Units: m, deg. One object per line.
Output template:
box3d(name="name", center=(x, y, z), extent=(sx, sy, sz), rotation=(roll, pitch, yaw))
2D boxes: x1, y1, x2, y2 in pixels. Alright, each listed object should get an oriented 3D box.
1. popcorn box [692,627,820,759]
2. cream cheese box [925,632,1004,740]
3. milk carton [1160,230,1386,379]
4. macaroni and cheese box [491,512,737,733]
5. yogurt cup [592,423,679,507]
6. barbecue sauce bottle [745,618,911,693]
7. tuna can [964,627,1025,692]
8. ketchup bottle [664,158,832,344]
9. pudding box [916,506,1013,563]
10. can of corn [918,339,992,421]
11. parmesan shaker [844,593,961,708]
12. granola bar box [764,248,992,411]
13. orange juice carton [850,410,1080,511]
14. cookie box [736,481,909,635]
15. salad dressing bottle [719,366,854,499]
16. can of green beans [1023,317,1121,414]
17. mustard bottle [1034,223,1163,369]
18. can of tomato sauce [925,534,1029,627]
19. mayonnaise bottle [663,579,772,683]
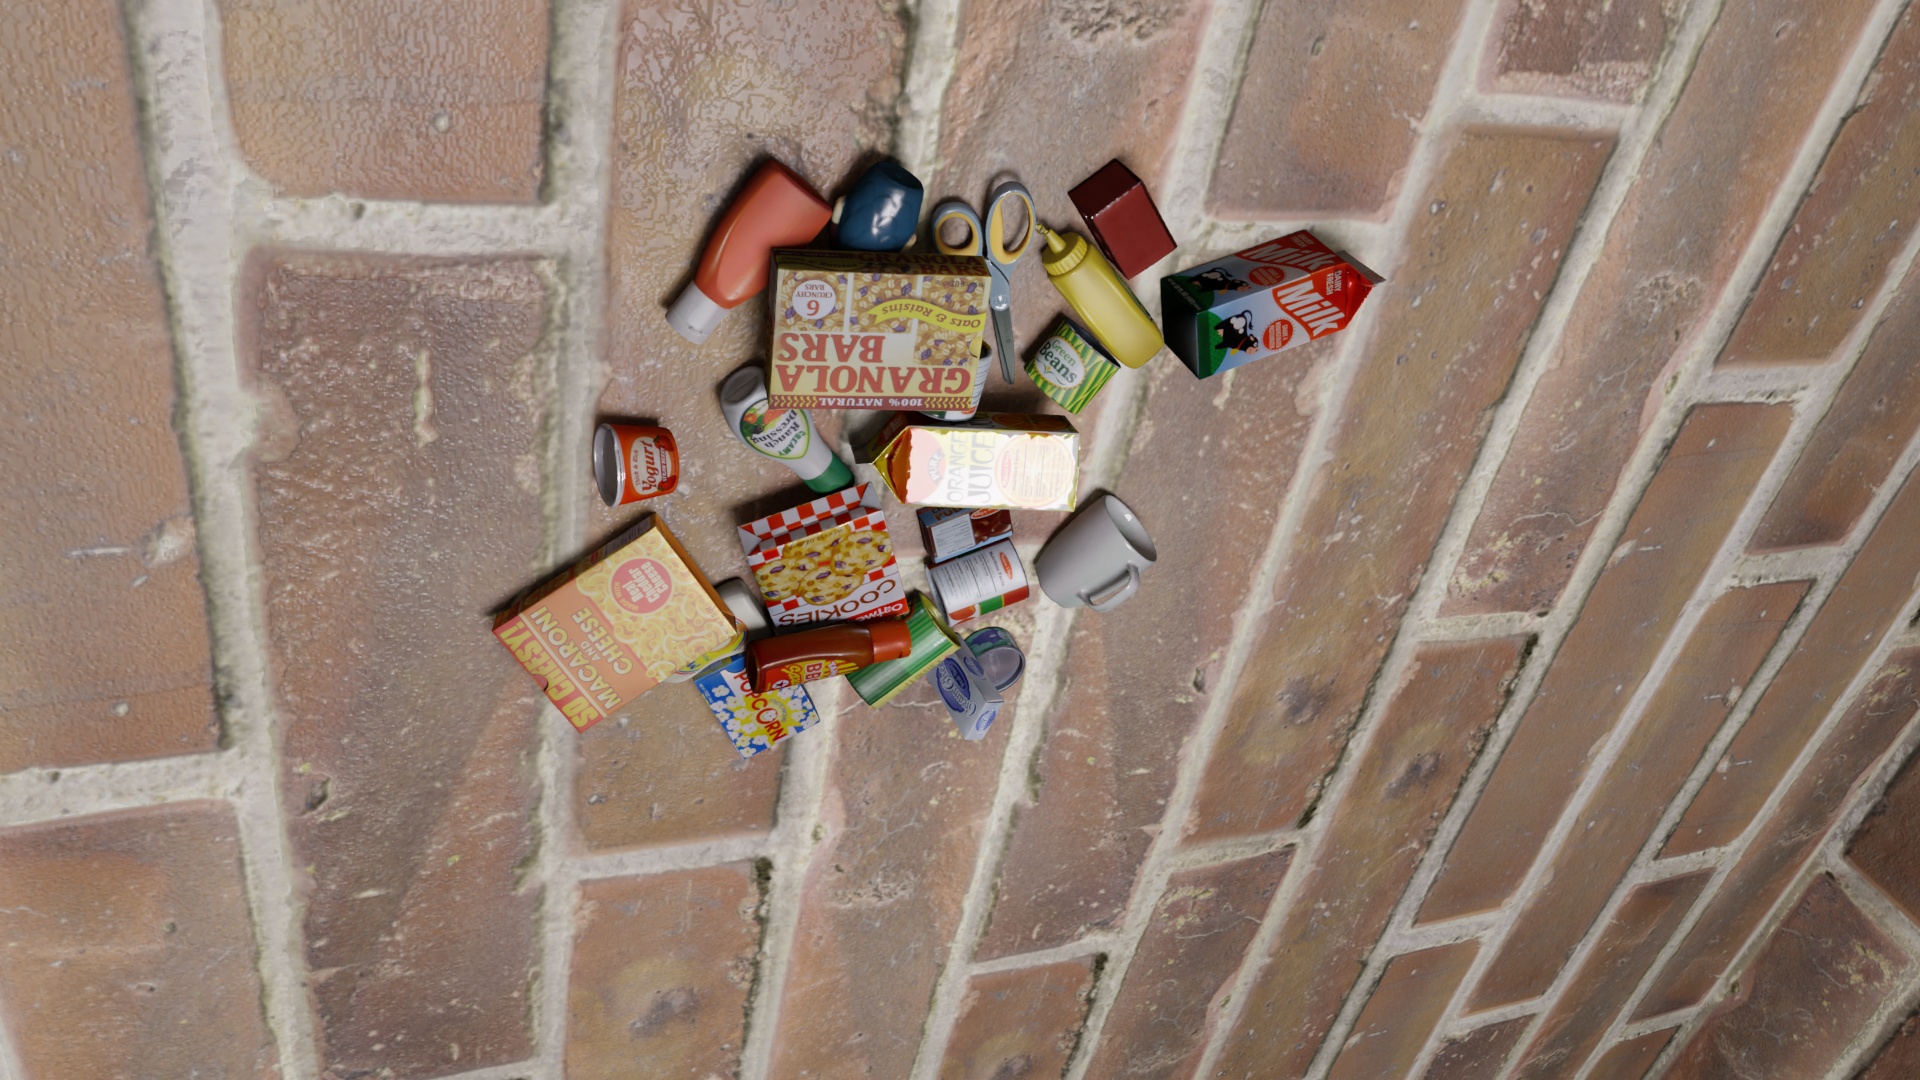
box3d(name="popcorn box", center=(-0.197, 0.145, 1.333), extent=(0.085, 0.038, 0.126), rotation=(-25, 132, -4))
box3d(name="cream cheese box", center=(0.002, 0.145, 1.384), extent=(0.024, 0.104, 0.053), rotation=(4, 125, -36))
box3d(name="milk carton", center=(0.284, -0.220, 1.258), extent=(0.191, 0.072, 0.073), rotation=(-20, 131, -11))
box3d(name="macaroni and cheese box", center=(-0.298, 0.073, 1.202), extent=(0.166, 0.040, 0.123), rotation=(-33, 112, 1))
box3d(name="yogurt cup", center=(-0.262, -0.063, 1.124), extent=(0.054, 0.072, 0.072), rotation=(-8, 128, -31))
box3d(name="barbecue sauce bottle", center=(-0.120, 0.102, 1.273), extent=(0.149, 0.044, 0.064), rotation=(-10, 153, -20))
box3d(name="tuna can", center=(0.028, 0.125, 1.430), extent=(0.071, 0.033, 0.070), rotation=(-13, 130, -16))
box3d(name="ketchup bottle", center=(-0.167, -0.216, 1.063), extent=(0.064, 0.044, 0.148), rotation=(32, 108, -38))
box3d(name="pudding box", center=(0.005, -0.016, 1.310), extent=(0.084, 0.030, 0.049), rotation=(-21, 130, -10))
box3d(name="can of corn", center=(-0.013, -0.144, 1.181), extent=(0.071, 0.071, 0.058), rotation=(1, 124, -26))
box3d(name="parmesan shaker", center=(-0.060, 0.108, 1.349), extent=(0.103, 0.071, 0.071), rotation=(-37, 132, 5))
box3d(name="granola bar box", center=(-0.066, -0.161, 1.082), extent=(0.166, 0.039, 0.123), rotation=(-1, 128, -14))
box3d(name="orange juice carton", center=(0.002, -0.071, 1.209), extent=(0.193, 0.072, 0.072), rotation=(2, 107, -8))
box3d(name="cookie box", center=(-0.120, 0.028, 1.252), extent=(0.123, 0.040, 0.166), rotation=(-20, 145, -6))
box3d(name="salad dressing bottle", center=(-0.143, -0.086, 1.175), extent=(0.064, 0.044, 0.147), rotation=(-37, 135, 5))
box3d(name="can of green beans", center=(0.098, -0.153, 1.225), extent=(0.071, 0.071, 0.057), rotation=(30, 109, -39))
box3d(name="mustard bottle", center=(0.113, -0.216, 1.188), extent=(0.048, 0.065, 0.160), rotation=(-39, 125, 11))
box3d(name="can of tomato sauce", center=(0.016, 0.040, 1.336), extent=(0.083, 0.071, 0.070), rotation=(-21, 131, -9))
box3d(name="mayonnaise bottle", center=(-0.250, 0.096, 1.266), extent=(0.148, 0.041, 0.064), rotation=(-30, 125, -2))
